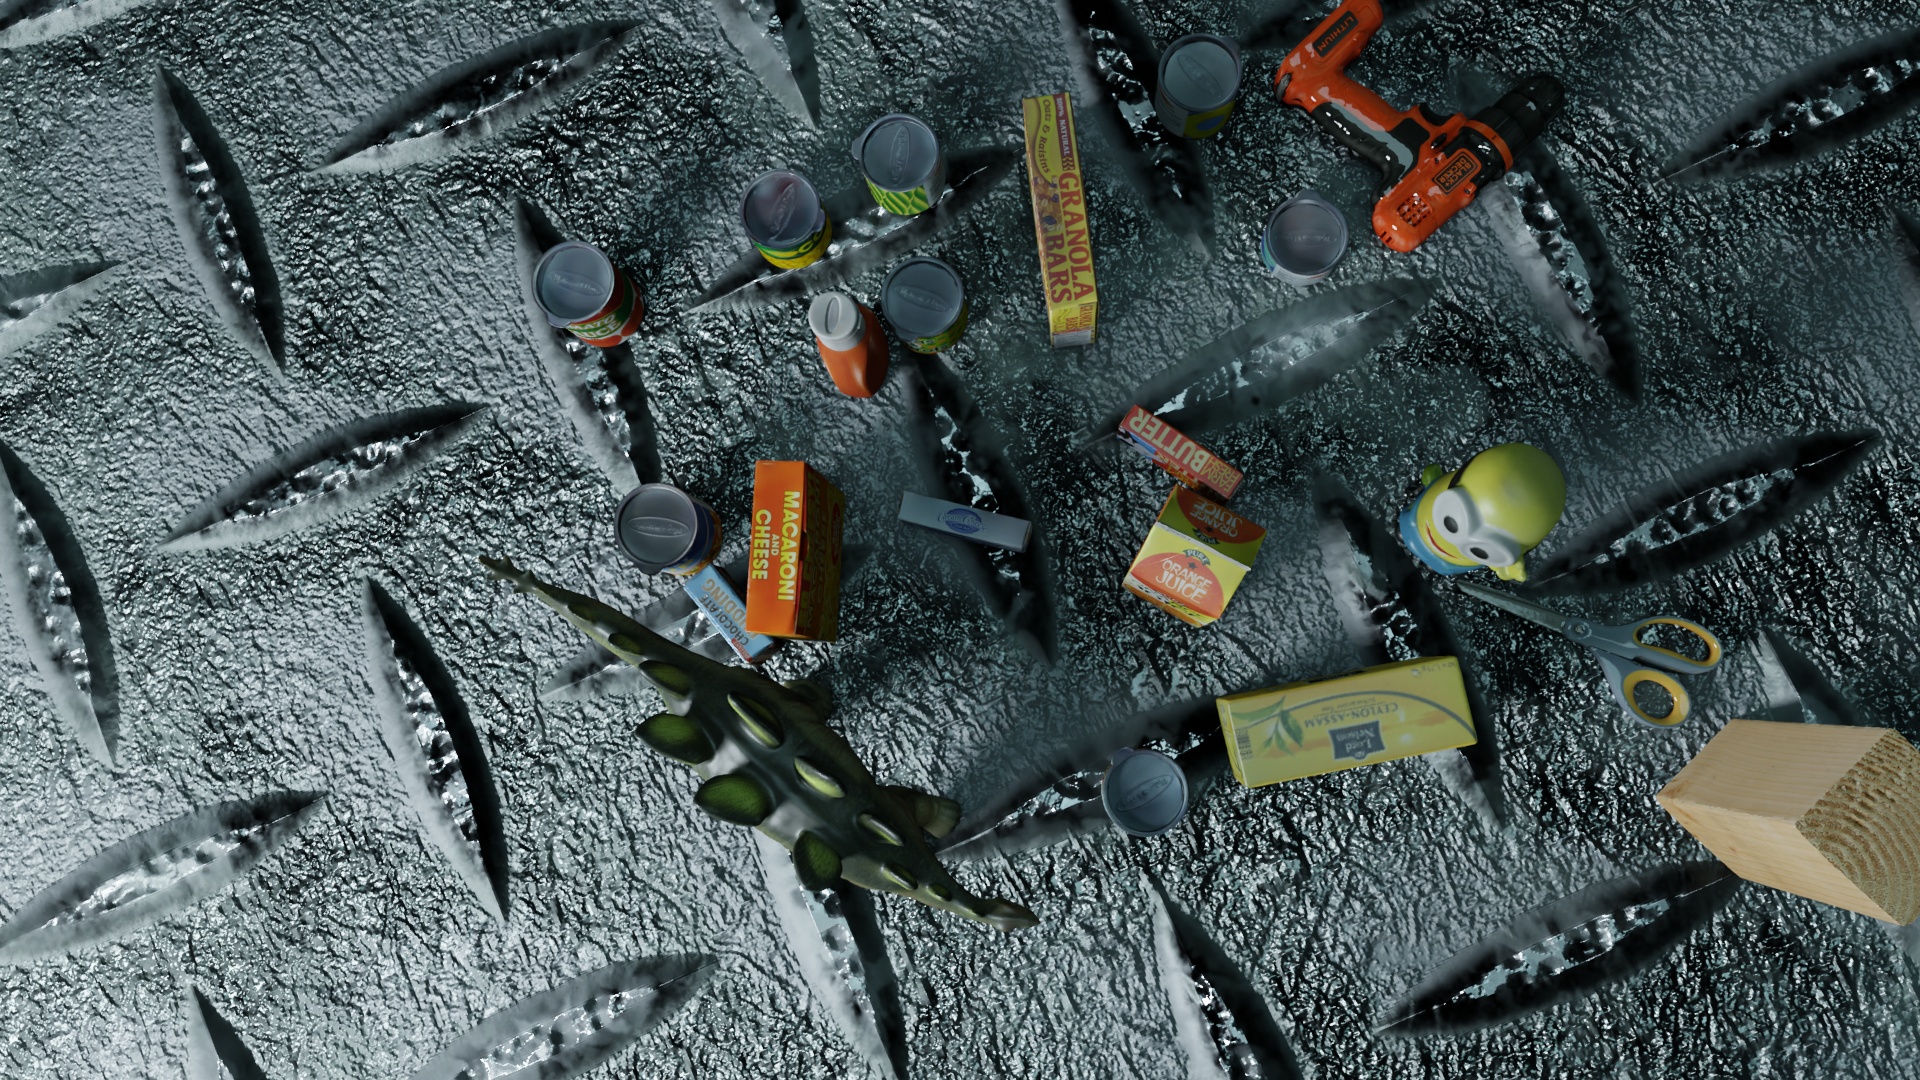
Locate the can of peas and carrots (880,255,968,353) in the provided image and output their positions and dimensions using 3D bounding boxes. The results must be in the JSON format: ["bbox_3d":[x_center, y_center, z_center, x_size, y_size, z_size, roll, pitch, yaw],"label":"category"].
[{"bbox_3d":[-0.029,-0.186,1.117,0.071,0.058,0.071,0,84,4],"label":"can of peas and carrots"}]

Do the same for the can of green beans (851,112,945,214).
[{"bbox_3d":[-0.047,-0.306,1.133,0.071,0.058,0.071,0,84,4],"label":"can of green beans"}]

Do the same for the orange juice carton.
[{"bbox_3d":[0.168,0.013,1.012,0.072,0.192,0.073,29,87,7],"label":"orange juice carton"}]

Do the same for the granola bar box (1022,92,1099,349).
[{"bbox_3d":[0.079,-0.245,1.083,0.039,0.124,0.165,-8,83,3],"label":"granola bar box"}]

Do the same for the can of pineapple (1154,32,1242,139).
[{"bbox_3d":[0.193,-0.367,1.123,0.071,0.058,0.071,0,84,4],"label":"can of pineapple"}]

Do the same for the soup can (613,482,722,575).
[{"bbox_3d":[-0.230,-0.005,1.097,0.071,0.083,0.071,0,84,4],"label":"soup can"}]

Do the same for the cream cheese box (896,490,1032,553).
[{"bbox_3d":[0.004,-0.014,1.097,0.104,0.053,0.024,14,85,6],"label":"cream cheese box"}]

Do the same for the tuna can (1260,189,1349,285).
[{"bbox_3d":[0.276,-0.242,1.115,0.071,0.033,0.071,0,83,4],"label":"tuna can"}]

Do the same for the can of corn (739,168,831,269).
[{"bbox_3d":[-0.139,-0.260,1.133,0.071,0.058,0.071,0,84,4],"label":"can of corn"}]

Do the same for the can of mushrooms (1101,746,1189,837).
[{"bbox_3d":[0.141,0.192,1.073,0.071,0.033,0.071,0,83,4],"label":"can of mushrooms"}]

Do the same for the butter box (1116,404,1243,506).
[{"bbox_3d":[0.172,-0.066,1.091,0.103,0.053,0.024,35,87,7],"label":"butter box"}]

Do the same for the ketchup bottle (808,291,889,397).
[{"bbox_3d":[-0.085,-0.155,1.072,0.043,0.148,0.065,7,84,5],"label":"ketchup bottle"}]

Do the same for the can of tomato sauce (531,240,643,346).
[{"bbox_3d":[-0.300,-0.196,1.125,0.071,0.083,0.071,0,84,4],"label":"can of tomato sauce"}]

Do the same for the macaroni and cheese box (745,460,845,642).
[{"bbox_3d":[-0.121,0.012,1.045,0.040,0.166,0.124,2,84,4],"label":"macaroni and cheese box"}]

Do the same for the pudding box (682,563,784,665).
[{"bbox_3d":[-0.180,0.059,1.103,0.030,0.049,0.084,-40,82,-1],"label":"pudding box"}]
